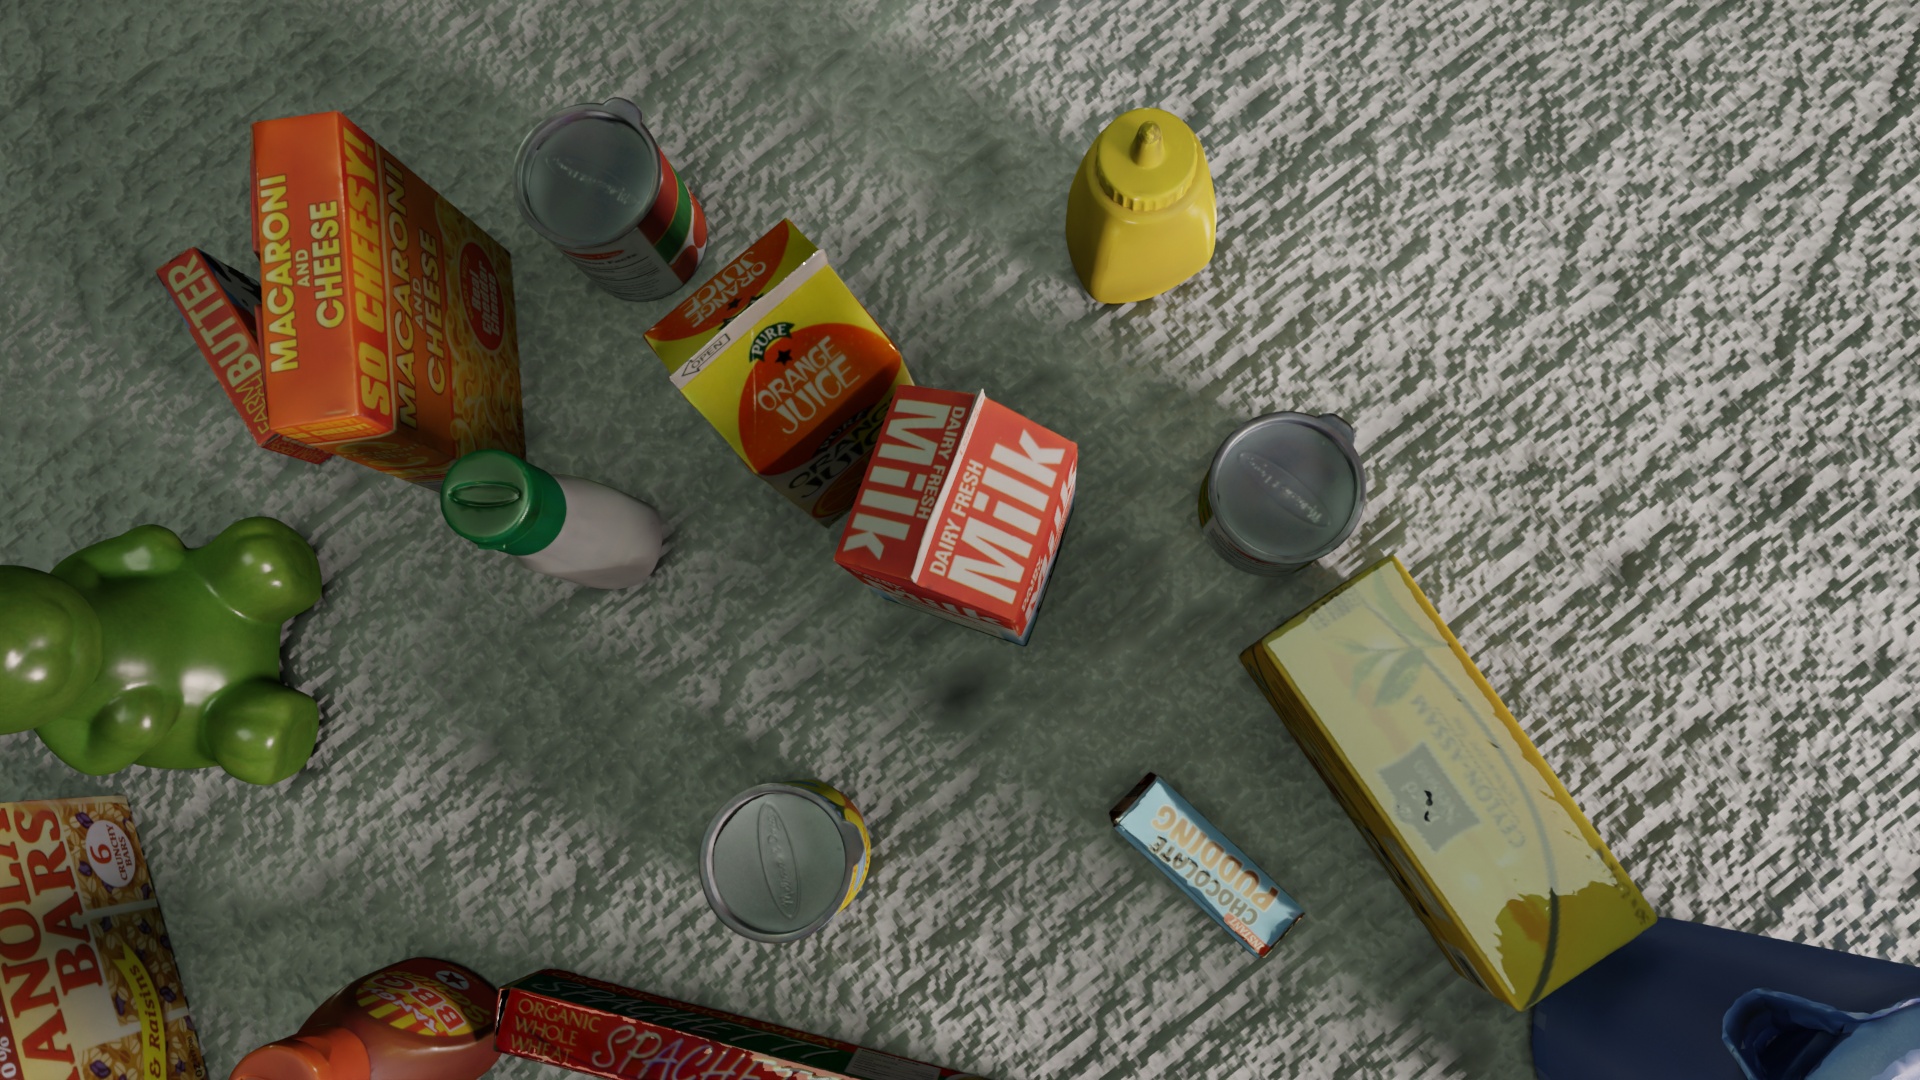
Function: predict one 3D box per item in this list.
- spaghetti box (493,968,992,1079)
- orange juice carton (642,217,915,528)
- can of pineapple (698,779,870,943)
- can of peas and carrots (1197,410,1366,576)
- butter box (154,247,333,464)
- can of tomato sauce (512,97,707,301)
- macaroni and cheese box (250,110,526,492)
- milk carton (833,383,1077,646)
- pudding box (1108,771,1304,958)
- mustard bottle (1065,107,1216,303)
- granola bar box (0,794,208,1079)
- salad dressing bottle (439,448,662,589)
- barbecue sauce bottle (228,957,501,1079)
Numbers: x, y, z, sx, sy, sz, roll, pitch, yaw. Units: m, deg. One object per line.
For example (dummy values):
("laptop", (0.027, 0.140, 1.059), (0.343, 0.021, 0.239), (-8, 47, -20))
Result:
("spaghetti box", (-0.076, 0.230, 0.600), (0.250, 0.050, 0.029), (12, 84, 6))
("orange juice carton", (-0.066, -0.066, 0.569), (0.072, 0.192, 0.073), (-40, 81, -1))
("can of pineapple", (-0.074, 0.139, 0.609), (0.071, 0.058, 0.071), (-1, 82, 4))
("can of peas and carrots", (0.142, -0.021, 0.615), (0.071, 0.058, 0.071), (-1, 82, 4))
("butter box", (-0.336, -0.087, 0.663), (0.024, 0.053, 0.103), (-34, 81, -1))
("can of tomato sauce", (-0.159, -0.156, 0.644), (0.071, 0.083, 0.071), (-1, 82, 4))
("macaroni and cheese box", (-0.240, -0.091, 0.599), (0.040, 0.166, 0.124), (-8, 82, 3))
("milk carton", (0.002, -0.007, 0.557), (0.073, 0.190, 0.072), (19, 84, 7))
("pudding box", (0.104, 0.139, 0.600), (0.084, 0.049, 0.030), (42, 87, 8))
("mustard bottle", (0.078, -0.145, 0.586), (0.065, 0.160, 0.049), (-19, 82, 2))
("granola bar box", (-0.389, 0.194, 0.591), (0.039, 0.124, 0.165), (-22, 81, 1))
("salad dressing bottle", (-0.172, -0.007, 0.592), (0.064, 0.147, 0.044), (0, 83, 5))
("barbecue sauce bottle", (-0.239, 0.208, 0.566), (0.065, 0.148, 0.043), (27, 85, 7))
